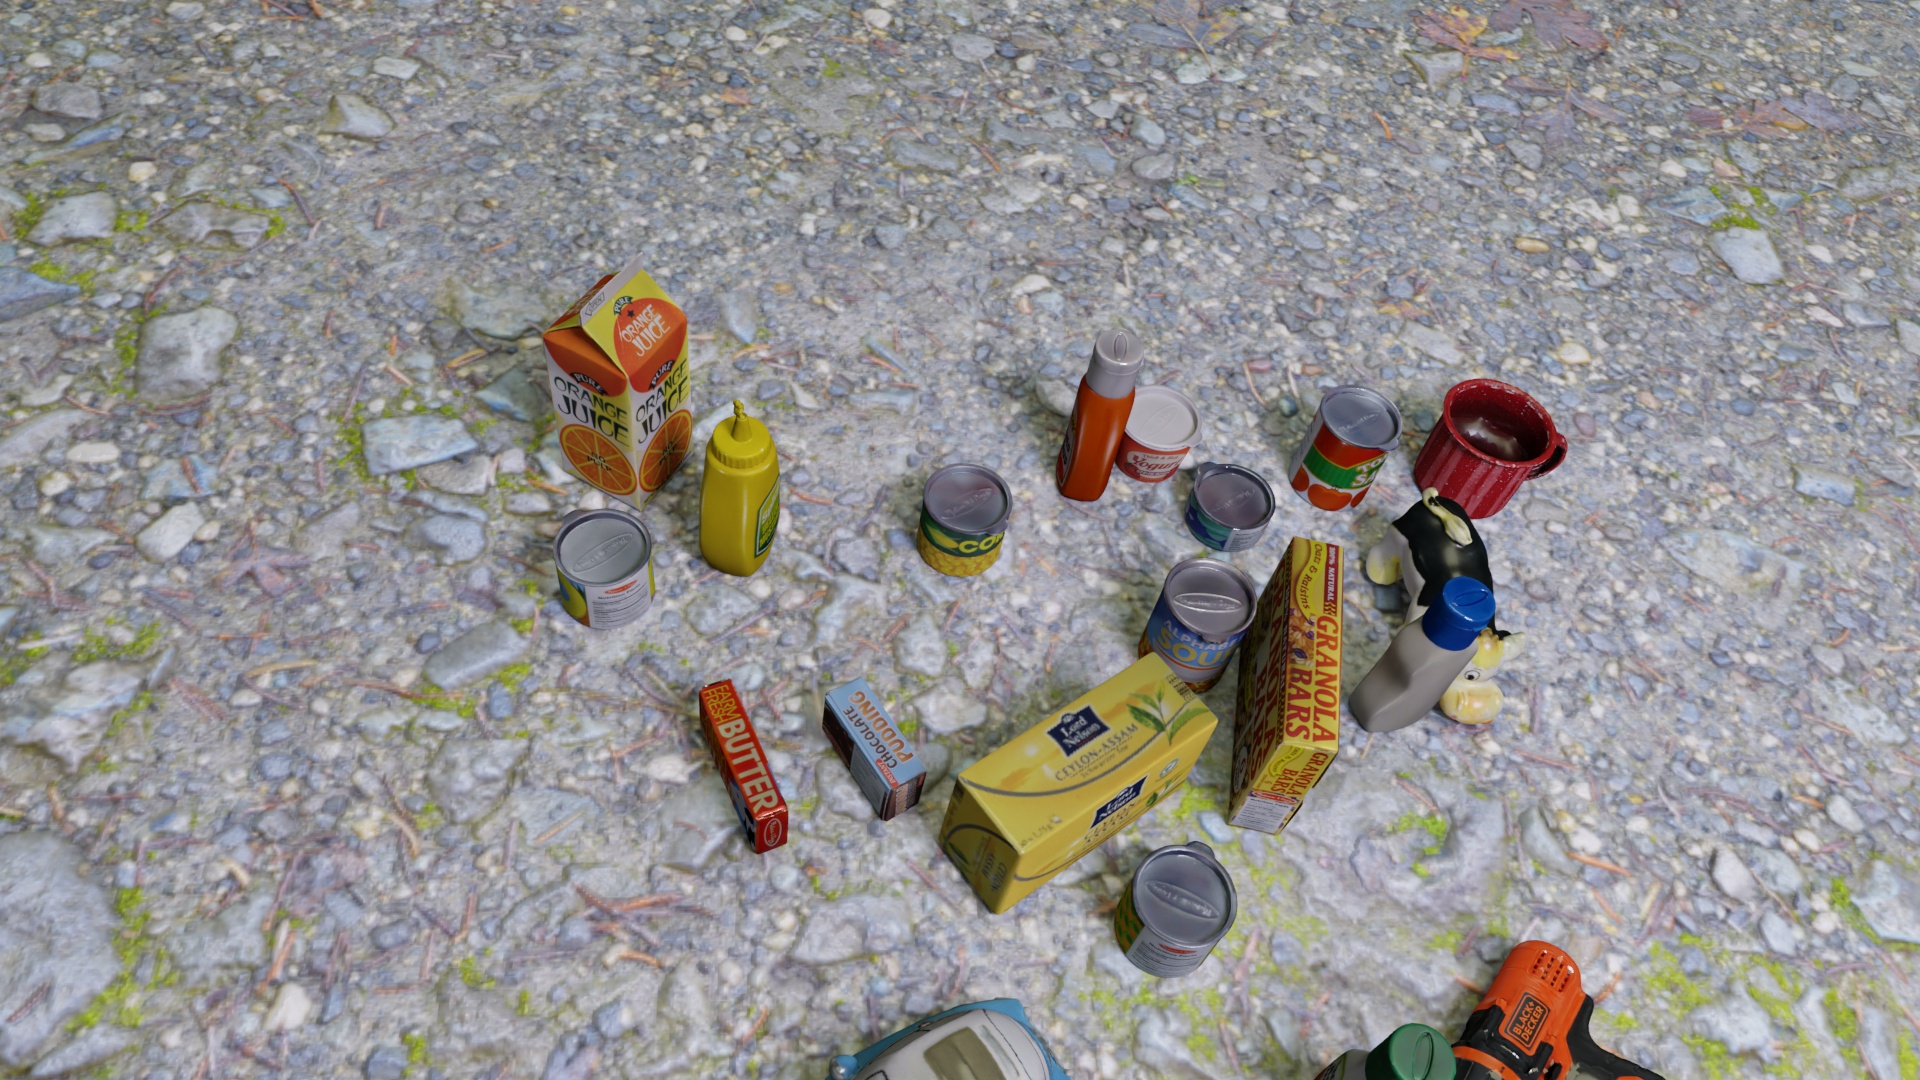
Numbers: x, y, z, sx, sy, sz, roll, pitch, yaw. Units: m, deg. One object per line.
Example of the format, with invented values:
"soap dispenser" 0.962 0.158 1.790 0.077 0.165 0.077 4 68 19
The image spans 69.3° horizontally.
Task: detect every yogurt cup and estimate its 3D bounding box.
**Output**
"yogurt cup" 0.155 -0.083 1.116 0.072 0.053 0.073 4 53 -6

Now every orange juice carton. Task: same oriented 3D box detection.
"orange juice carton" -0.242 -0.116 0.990 0.073 0.191 0.072 27 54 11

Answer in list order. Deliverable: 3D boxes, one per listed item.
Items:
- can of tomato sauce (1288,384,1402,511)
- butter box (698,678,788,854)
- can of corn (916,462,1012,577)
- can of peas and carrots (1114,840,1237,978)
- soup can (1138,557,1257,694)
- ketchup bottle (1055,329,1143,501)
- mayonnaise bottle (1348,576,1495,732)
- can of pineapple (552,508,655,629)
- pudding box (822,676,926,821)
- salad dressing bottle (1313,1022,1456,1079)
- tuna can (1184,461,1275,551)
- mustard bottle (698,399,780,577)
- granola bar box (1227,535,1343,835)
"can of tomato sauce" 0.309 -0.072 1.114 0.071 0.082 0.071 4 53 -6
"butter box" -0.141 0.146 0.899 0.024 0.052 0.104 -18 58 -21
"can of corn" 0.004 -0.013 1.037 0.071 0.058 0.071 4 53 -6
"can of peas and carrots" 0.135 0.232 0.875 0.071 0.058 0.071 4 53 -6
"soup can" 0.167 0.064 0.989 0.071 0.083 0.072 4 53 -6
"ketchup bottle" 0.107 -0.097 1.059 0.043 0.148 0.065 10 53 -2
"mayonnaise bottle" 0.323 0.080 0.962 0.065 0.147 0.041 -14 57 -19
"can of pineapple" -0.249 0.019 0.973 0.071 0.057 0.071 4 53 -6
"pudding box" -0.059 0.137 0.920 0.030 0.049 0.084 -25 61 -25
"salad dressing bottle" 0.231 0.310 0.777 0.044 0.146 0.064 23 54 8
"tuna can" 0.210 -0.027 1.096 0.071 0.032 0.071 4 53 -6
"mustard bottle" -0.153 -0.040 0.968 0.049 0.159 0.066 18 53 5
"granola bar box" 0.223 0.099 0.947 0.039 0.123 0.166 13 53 1
